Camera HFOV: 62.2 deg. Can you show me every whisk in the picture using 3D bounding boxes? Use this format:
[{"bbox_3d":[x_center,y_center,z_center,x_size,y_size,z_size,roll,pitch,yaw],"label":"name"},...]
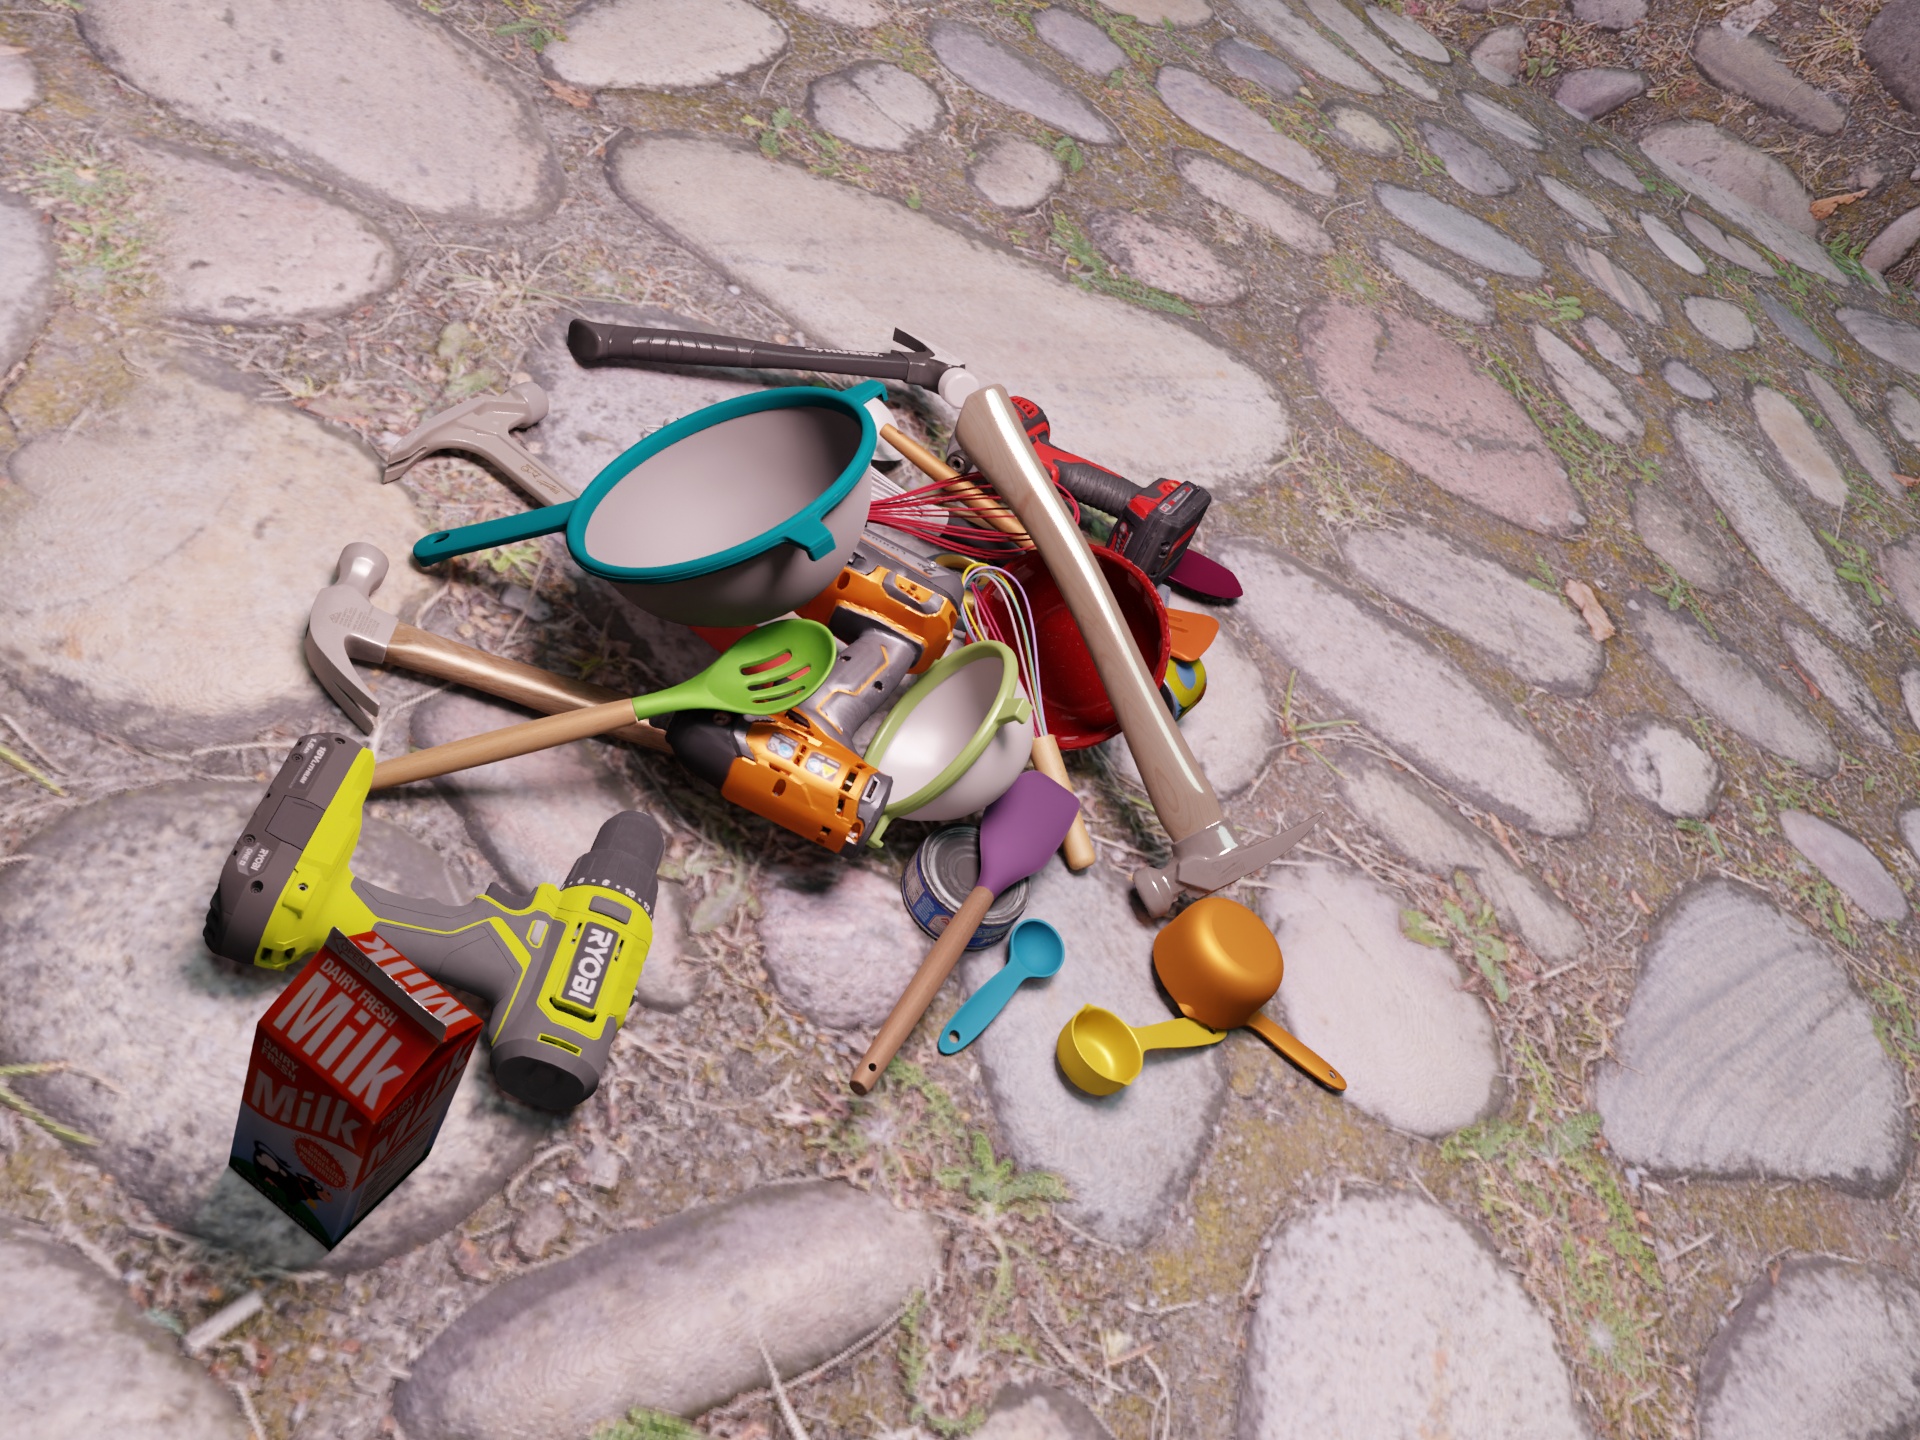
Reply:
[{"bbox_3d":[-0.054,-0.163,1.243,0.296,0.073,0.073,1,50,-4],"label":"whisk"},{"bbox_3d":[0.049,-0.005,1.187,0.047,0.051,0.245,11,58,-67],"label":"whisk"},{"bbox_3d":[-0.050,-0.175,1.307,0.284,0.070,0.070,20,45,-21],"label":"whisk"}]

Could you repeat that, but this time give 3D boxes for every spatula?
[{"bbox_3d":[0.003,0.129,1.042,0.060,0.018,0.316,34,42,2],"label":"spatula"},{"bbox_3d":[0.067,-0.149,1.303,0.322,0.041,0.081,38,37,3],"label":"spatula"}]

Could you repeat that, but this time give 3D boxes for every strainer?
[{"bbox_3d":[-0.140,-0.245,1.324,0.258,0.050,0.087,-7,41,-31],"label":"strainer"},{"bbox_3d":[-0.202,-0.114,1.059,0.340,0.095,0.211,-9,39,18],"label":"strainer"},{"bbox_3d":[-0.002,-0.004,1.156,0.069,0.151,0.257,41,19,-22],"label":"strainer"}]

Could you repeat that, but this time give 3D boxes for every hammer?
[{"bbox_3d":[0.115,-0.069,1.177,0.411,0.146,0.038,64,7,7],"label":"hammer"},{"bbox_3d":[-0.161,-0.311,1.349,0.334,0.035,0.146,0,27,-23],"label":"hammer"},{"bbox_3d":[-0.236,-0.110,1.150,0.359,0.036,0.149,38,44,5],"label":"hammer"},{"bbox_3d":[-0.263,-0.014,1.053,0.331,0.031,0.130,19,45,-15],"label":"hammer"}]

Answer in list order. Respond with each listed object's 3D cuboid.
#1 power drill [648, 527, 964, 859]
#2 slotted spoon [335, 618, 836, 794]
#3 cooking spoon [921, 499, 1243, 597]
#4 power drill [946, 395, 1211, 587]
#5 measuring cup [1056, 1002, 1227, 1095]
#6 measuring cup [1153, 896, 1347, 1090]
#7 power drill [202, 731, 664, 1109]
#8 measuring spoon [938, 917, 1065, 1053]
[{"bbox_3d":[-0.101,-0.031,1.079,0.164,0.084,0.227,26,52,-4],"label":"power drill"},{"bbox_3d":[-0.227,-0.001,0.983,0.313,0.031,0.070,-16,54,-11],"label":"slotted spoon"},{"bbox_3d":[0.112,-0.153,1.405,0.318,0.017,0.069,11,39,-23],"label":"cooking spoon"},{"bbox_3d":[0.093,-0.201,1.375,0.220,0.078,0.143,31,33,12],"label":"power drill"},{"bbox_3d":[0.126,0.223,1.086,0.156,0.029,0.062,4,48,-43],"label":"measuring cup"},{"bbox_3d":[0.220,0.195,1.131,0.173,0.052,0.095,39,35,3],"label":"measuring cup"},{"bbox_3d":[-0.286,0.098,0.910,0.228,0.080,0.191,24,44,-14],"label":"power drill"},{"bbox_3d":[0.023,0.181,1.065,0.042,0.021,0.128,48,54,1],"label":"measuring spoon"}]
